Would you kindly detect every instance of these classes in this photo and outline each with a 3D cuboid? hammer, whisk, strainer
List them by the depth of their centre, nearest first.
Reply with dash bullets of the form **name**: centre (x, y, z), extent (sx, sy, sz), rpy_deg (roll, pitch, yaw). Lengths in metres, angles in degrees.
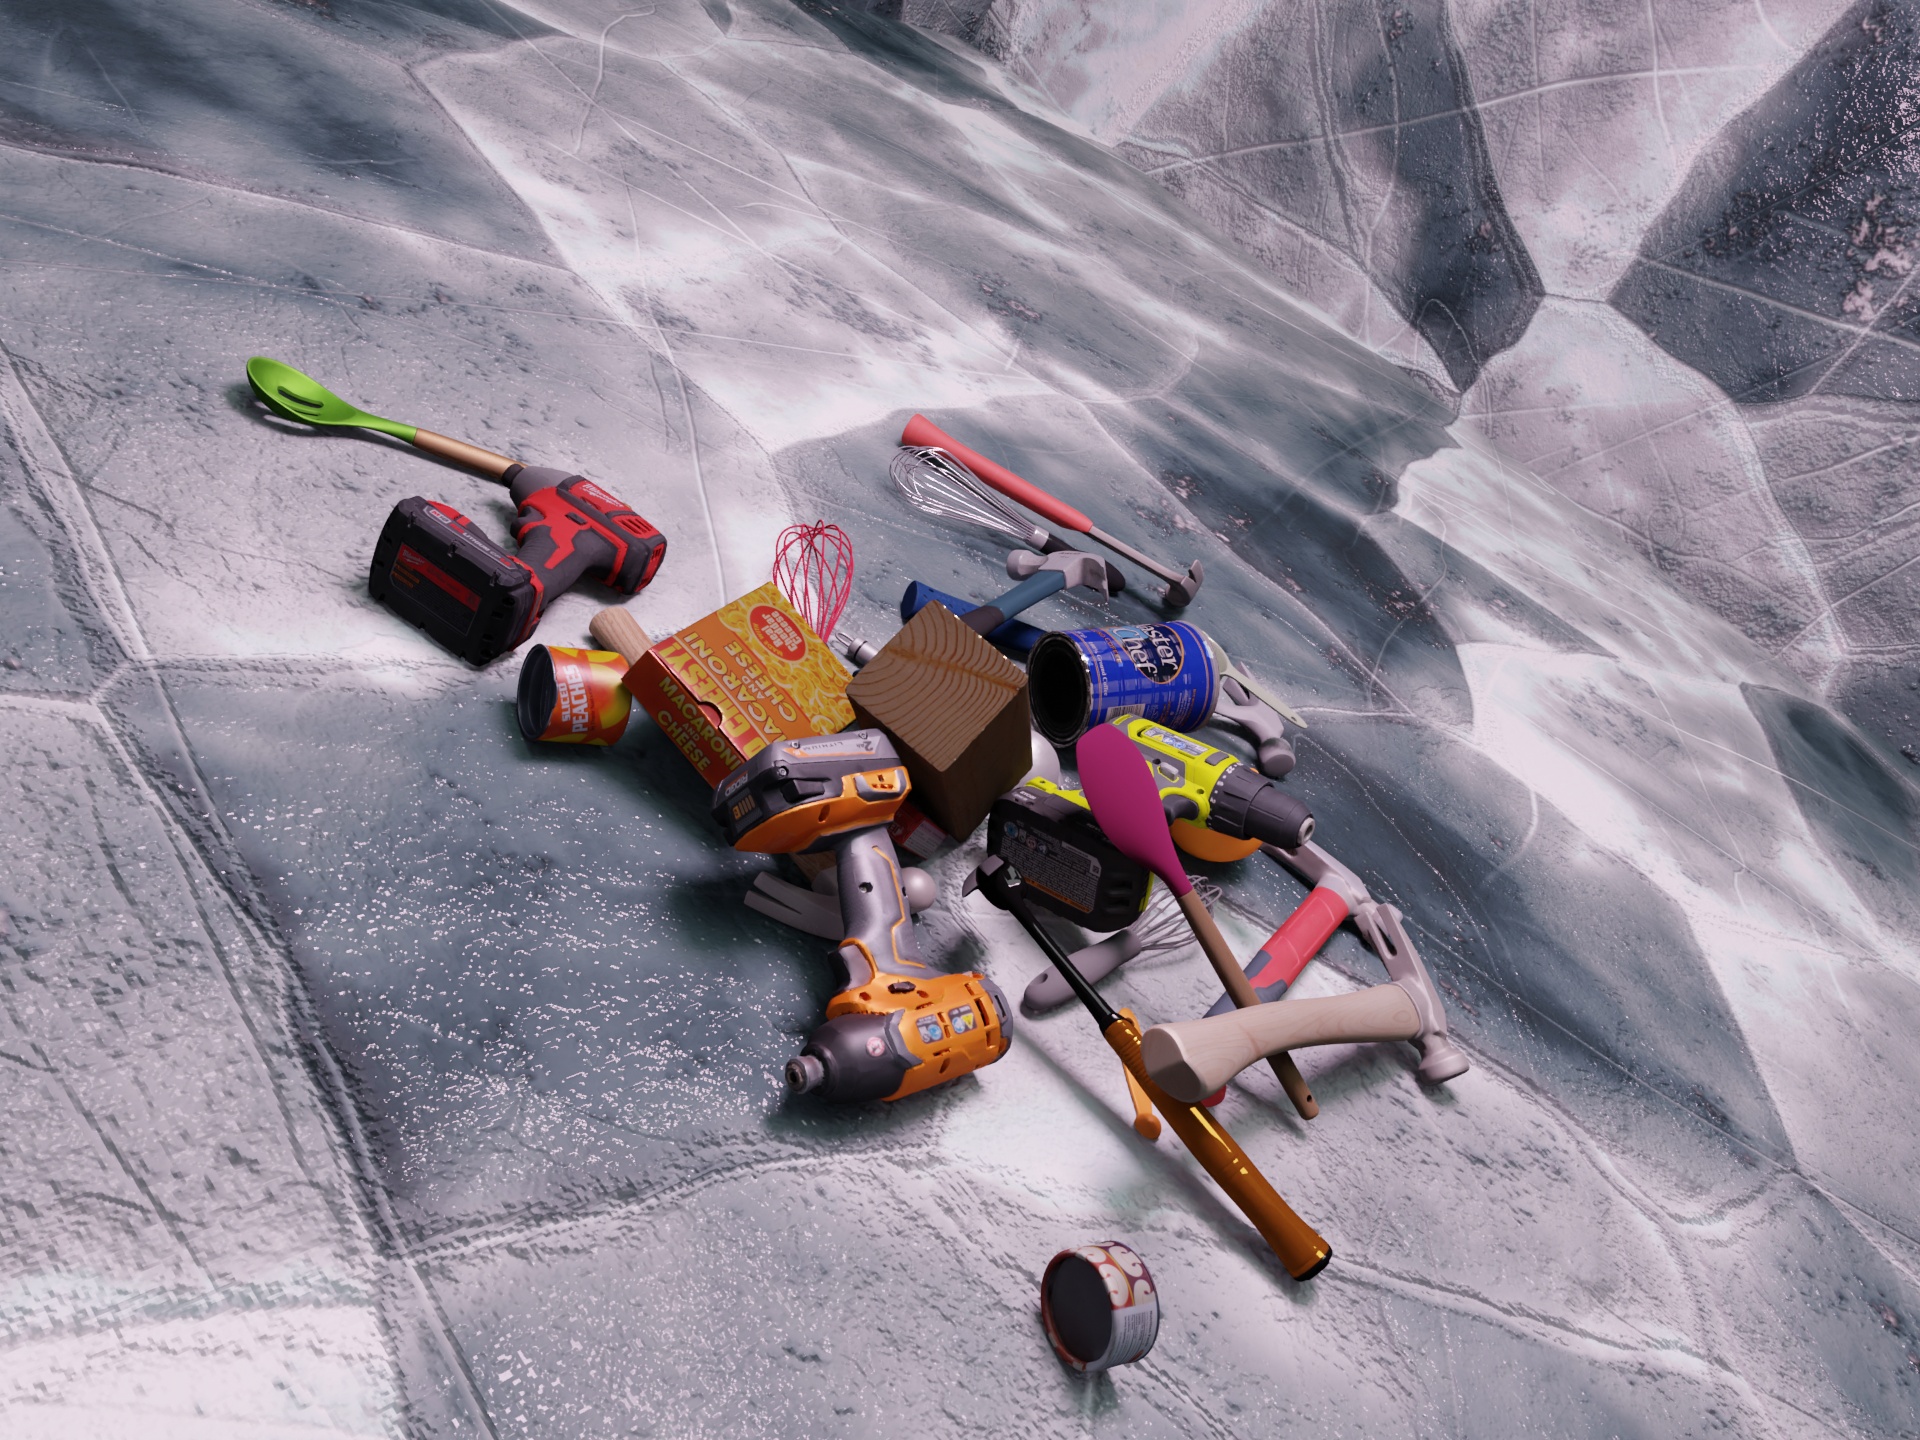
- **hammer**: centre (0.120, 0.223, 1.037), extent (0.337, 0.034, 0.127), rpy_deg (50, 1, 10)
- **hammer**: centre (0.244, 0.206, 1.128), extent (0.410, 0.038, 0.146), rpy_deg (6, 56, -52)
- **hammer**: centre (-0.165, 0.032, 1.140), extent (0.331, 0.031, 0.130), rpy_deg (45, 33, 23)
- **whisk**: centre (0.122, 0.165, 1.185), extent (0.055, 0.055, 0.239), rpy_deg (45, 38, 22)
- **hammer**: centre (0.232, 0.188, 1.251), extent (0.143, 0.038, 0.386), rpy_deg (39, 32, 15)
- **whisk**: centre (-0.119, -0.070, 1.306), extent (0.073, 0.073, 0.296), rpy_deg (17, 40, -22)
- **strainer**: centre (-0.002, -0.004, 1.327), extent (0.258, 0.050, 0.087), rpy_deg (34, 35, 12)
- **hammer**: centre (0.017, -0.085, 1.366), extent (0.128, 0.033, 0.331), rpy_deg (6, 26, 35)
- **hammer**: centre (0.133, -0.055, 1.517), extent (0.405, 0.035, 0.144), rpy_deg (18, 33, -20)
- **whisk**: centre (0.052, -0.205, 1.647), extent (0.284, 0.070, 0.070), rpy_deg (27, 31, -16)
- **hammer**: centre (0.095, -0.227, 1.687), extent (0.359, 0.037, 0.149), rpy_deg (31, -2, 8)

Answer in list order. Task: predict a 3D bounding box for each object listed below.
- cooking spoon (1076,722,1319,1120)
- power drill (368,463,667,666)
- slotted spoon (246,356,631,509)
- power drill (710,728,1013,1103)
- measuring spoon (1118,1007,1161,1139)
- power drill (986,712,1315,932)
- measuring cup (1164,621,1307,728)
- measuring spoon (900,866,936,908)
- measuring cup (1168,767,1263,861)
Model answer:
- **cooking spoon**: centre (0.172, 0.144, 1.129), extent (0.069, 0.017, 0.319), rpy_deg (-31, 93, -38)
- **power drill**: centre (-0.330, -0.132, 1.193), extent (0.143, 0.078, 0.220), rpy_deg (35, 28, 6)
- **slotted spoon**: centre (-0.417, -0.220, 1.289), extent (0.313, 0.031, 0.070), rpy_deg (18, 30, -24)
- **power drill**: centre (-0.072, 0.126, 0.992), extent (0.164, 0.084, 0.227), rpy_deg (-8, 69, -47)
- **measuring spoon**: centre (0.125, 0.242, 1.106), extent (0.021, 0.011, 0.117), rpy_deg (20, 32, -18)
- **power drill**: centre (0.148, 0.077, 1.236), extent (0.191, 0.080, 0.228), rpy_deg (25, 32, 32)
- **measuring cup**: centre (0.252, -0.031, 1.515), extent (0.167, 0.038, 0.083), rpy_deg (35, 31, 3)
- **measuring spoon**: centre (-0.060, 0.083, 1.105), extent (0.124, 0.018, 0.034), rpy_deg (44, 33, 23)
- **measuring cup**: centre (0.191, 0.066, 1.385), extent (0.095, 0.052, 0.174), rpy_deg (-29, 41, -36)
